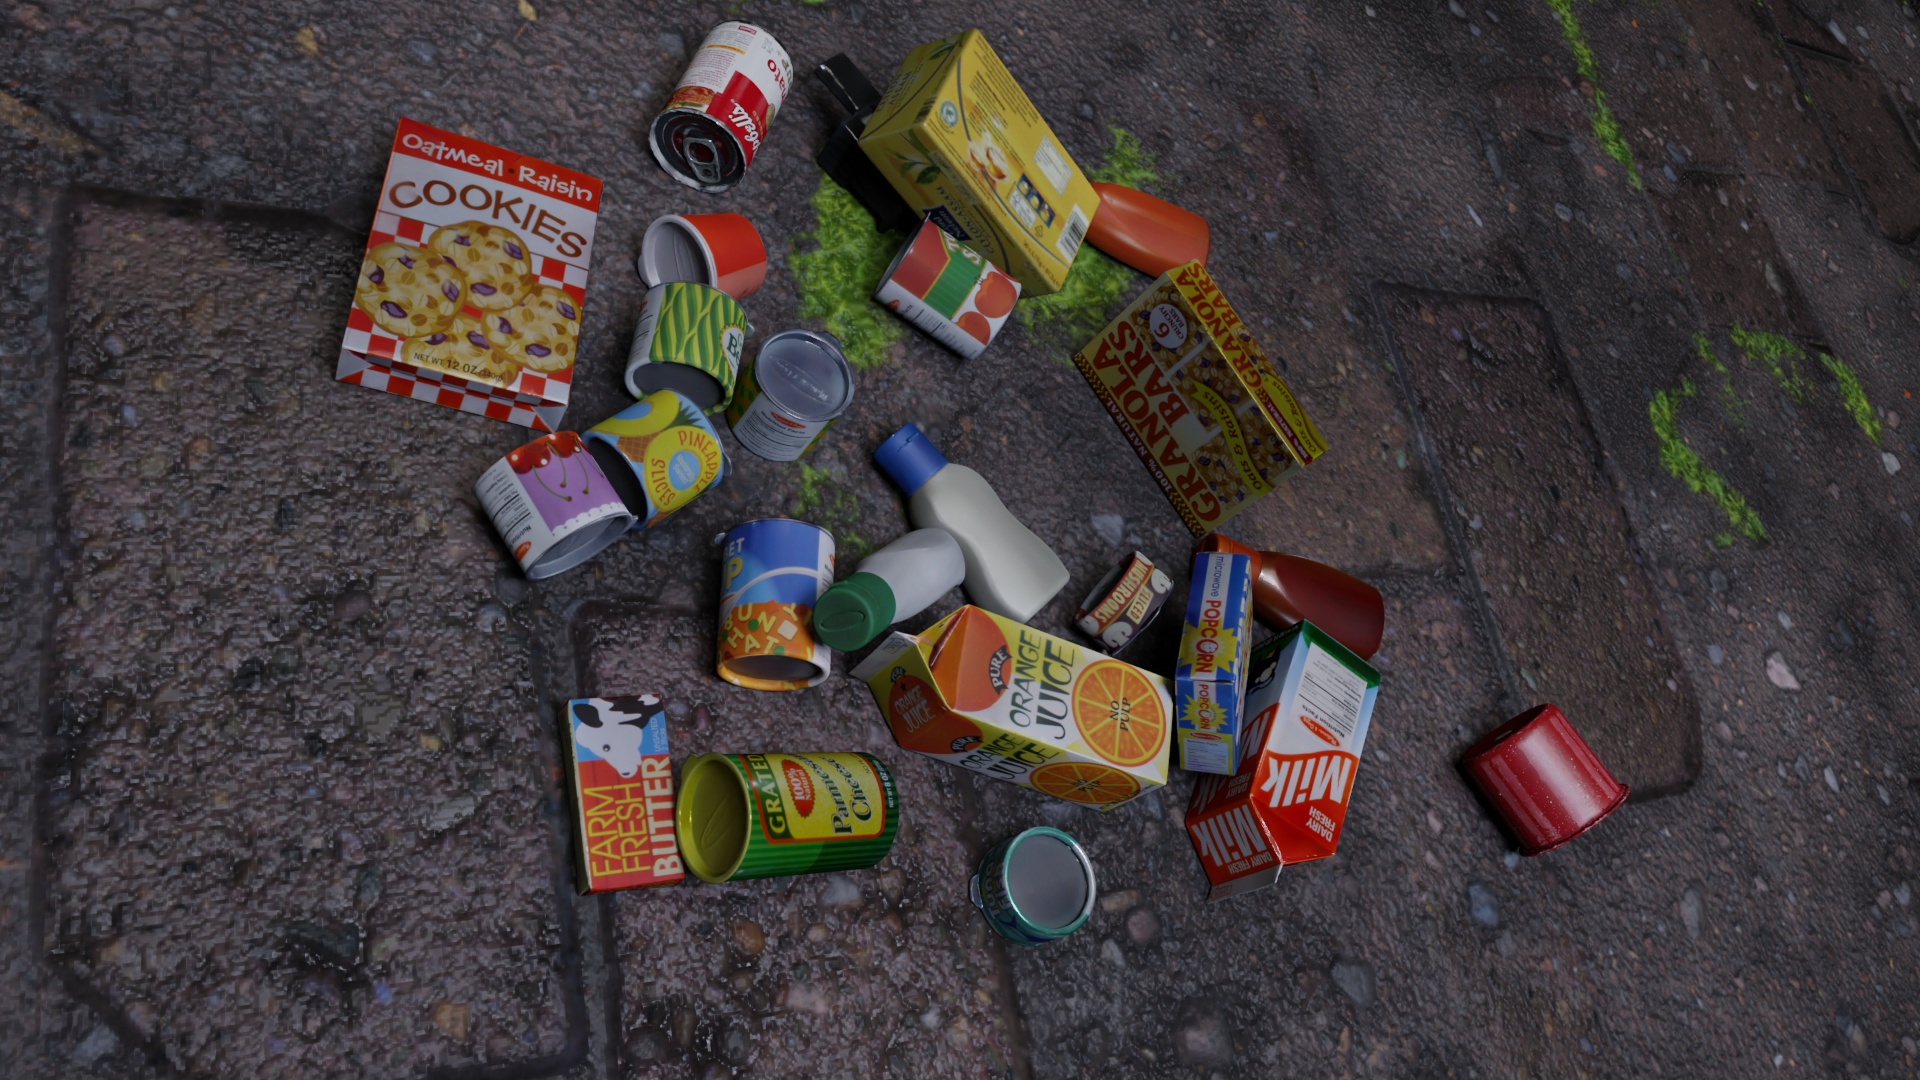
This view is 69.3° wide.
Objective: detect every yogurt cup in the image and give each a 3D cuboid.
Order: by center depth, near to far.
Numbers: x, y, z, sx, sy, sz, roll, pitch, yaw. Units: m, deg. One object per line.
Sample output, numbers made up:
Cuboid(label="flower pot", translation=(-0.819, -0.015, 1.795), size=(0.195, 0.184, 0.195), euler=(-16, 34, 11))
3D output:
Cuboid(label="yogurt cup", translation=(-0.161, -0.178, 0.888), size=(0.054, 0.072, 0.072), euler=(-28, 82, -45))

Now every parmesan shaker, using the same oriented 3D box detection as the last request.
Cuboid(label="parmesan shaker", translation=(-0.092, 0.145, 0.748), size=(0.103, 0.071, 0.071), euler=(7, 62, -44))

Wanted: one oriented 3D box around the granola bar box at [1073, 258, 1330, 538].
Cuboid(label="granola bar box", translation=(0.170, -0.100, 0.999), size=(0.039, 0.123, 0.165), euler=(-29, 83, -37))

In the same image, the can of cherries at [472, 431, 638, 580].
Cuboid(label="can of cherries", translation=(-0.224, -0.020, 0.771), size=(0.072, 0.071, 0.058), euler=(-30, 82, -37))

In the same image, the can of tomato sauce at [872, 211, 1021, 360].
Cuboid(label="can of tomato sauce", translation=(-0.008, -0.177, 0.971), size=(0.083, 0.071, 0.071), euler=(33, 54, -13))

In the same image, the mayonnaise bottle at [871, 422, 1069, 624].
Cuboid(label="mayonnaise bottle", translation=(0.003, -0.011, 0.912), size=(0.148, 0.041, 0.065), euler=(49, 51, 1))

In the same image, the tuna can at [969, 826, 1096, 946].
Cuboid(label="tuna can", translation=(0.044, 0.206, 0.830), size=(0.071, 0.032, 0.071), euler=(13, 60, -24))

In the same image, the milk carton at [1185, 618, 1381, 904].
Cuboid(label="milk carton", translation=(0.212, 0.154, 0.928), size=(0.073, 0.072, 0.191), euler=(35, 53, -10))

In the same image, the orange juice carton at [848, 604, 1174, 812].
Cuboid(label="orange juice carton", translation=(0.031, 0.099, 0.852), size=(0.193, 0.071, 0.073), euler=(21, 57, -20))

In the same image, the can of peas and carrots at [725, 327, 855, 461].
Cuboid(label="can of peas and carrots", translation=(-0.107, -0.093, 0.878), size=(0.071, 0.058, 0.071), euler=(13, 60, -24))

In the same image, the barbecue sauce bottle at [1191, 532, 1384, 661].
Cuboid(label="barbecue sauce bottle", translation=(0.241, 0.038, 1.021), size=(0.148, 0.043, 0.065), euler=(24, 57, -17))

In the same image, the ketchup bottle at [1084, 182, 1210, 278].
Cuboid(label="ketchup bottle", translation=(0.126, -0.254, 1.102), size=(0.149, 0.043, 0.065), euler=(18, 58, -21))

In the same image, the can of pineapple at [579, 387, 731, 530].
Cuboid(label="can of pineapple", translation=(-0.179, -0.047, 0.807), size=(0.058, 0.070, 0.071), euler=(-38, 88, -36))

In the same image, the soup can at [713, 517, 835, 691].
Cuboid(label="soup can", translation=(-0.110, 0.038, 0.807), size=(0.071, 0.071, 0.084), euler=(12, 61, -24))

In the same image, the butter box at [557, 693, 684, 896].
Cuboid(label="butter box", translation=(-0.181, 0.135, 0.742), size=(0.053, 0.024, 0.104), euler=(-1, 67, -30))

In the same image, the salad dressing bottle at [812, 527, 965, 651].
Cuboid(label="salad dressing bottle", translation=(-0.042, 0.028, 0.820), size=(0.148, 0.064, 0.044), euler=(-33, 108, -68))

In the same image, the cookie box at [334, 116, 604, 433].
Cuboid(label="cookie box", translation=(-0.285, -0.158, 0.820), size=(0.123, 0.040, 0.168), euler=(14, 60, -24))

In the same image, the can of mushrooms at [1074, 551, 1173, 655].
Cuboid(label="can of mushrooms", translation=(0.109, 0.041, 0.927), size=(0.033, 0.070, 0.071), euler=(41, 53, -4))

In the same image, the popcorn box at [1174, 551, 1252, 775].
Cuboid(label="popcorn box", translation=(0.169, 0.079, 0.916), size=(0.038, 0.084, 0.127), euler=(3, 39, 15))

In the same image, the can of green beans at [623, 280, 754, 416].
Cuboid(label="can of green beans", translation=(-0.168, -0.116, 0.850), size=(0.071, 0.071, 0.058), euler=(18, 59, -22))
